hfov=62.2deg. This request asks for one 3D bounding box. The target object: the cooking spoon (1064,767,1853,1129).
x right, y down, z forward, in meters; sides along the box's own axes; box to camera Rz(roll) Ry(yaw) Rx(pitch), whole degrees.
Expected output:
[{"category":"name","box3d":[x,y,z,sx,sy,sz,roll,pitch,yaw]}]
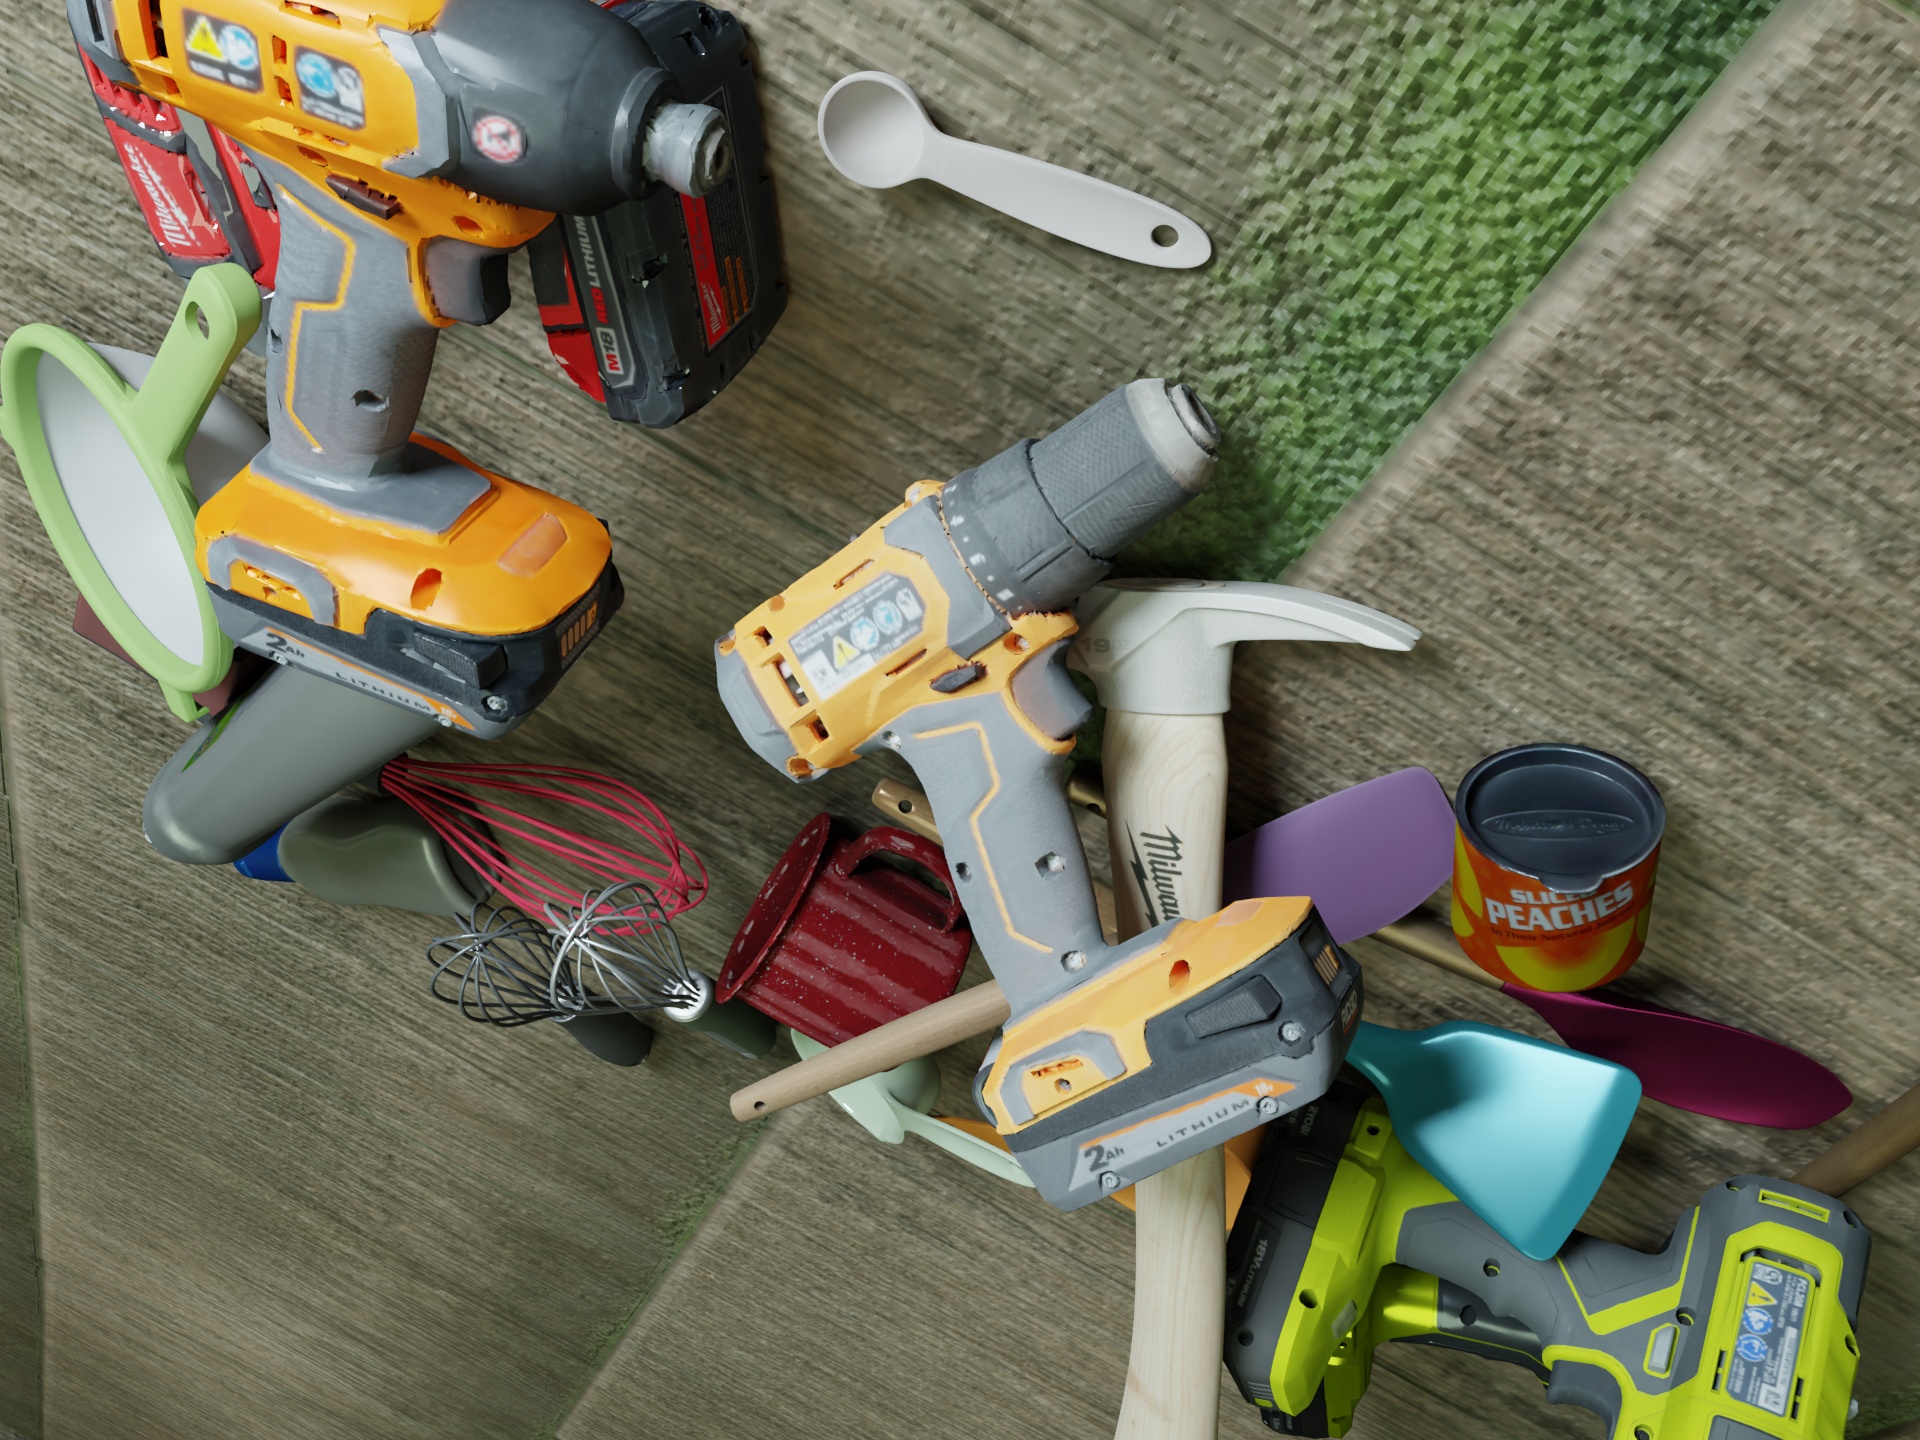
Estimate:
[{"category":"cooking spoon","box3d":[0.188,0.087,0.620,0.319,0.017,0.068,23,146,3]}]

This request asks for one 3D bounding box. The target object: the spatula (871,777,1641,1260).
[{"category":"spatula","box3d":[0.105,0.101,0.635,0.317,0.044,0.082,27,93,3]}]

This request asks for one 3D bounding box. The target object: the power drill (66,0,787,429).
[{"category":"power drill","box3d":[-0.175,-0.167,0.520,0.220,0.079,0.143,12,134,19]}]

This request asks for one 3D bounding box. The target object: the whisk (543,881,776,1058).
[{"category":"whisk","box3d":[-0.127,0.123,0.718,0.058,0.059,0.246,27,166,19]}]

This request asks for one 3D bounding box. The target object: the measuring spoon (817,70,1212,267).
[{"category":"measuring spoon","box3d":[0.018,-0.164,0.478,0.124,0.018,0.034,20,135,-2]}]

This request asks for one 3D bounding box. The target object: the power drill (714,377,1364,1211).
[{"category":"power drill","box3d":[0.043,0.020,0.513,0.185,0.084,0.226,-33,85,24]}]

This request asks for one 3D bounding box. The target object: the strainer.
[{"category":"strainer","box3d":[-0.282,-0.107,0.598,0.256,0.069,0.151,-26,95,49]}]

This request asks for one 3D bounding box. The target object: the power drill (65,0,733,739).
[{"category":"power drill","box3d":[-0.147,-0.105,0.448,0.164,0.084,0.226,20,133,8]}]

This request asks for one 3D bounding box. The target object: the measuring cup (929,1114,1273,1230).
[{"category":"measuring cup","box3d":[0.065,0.184,0.745,0.174,0.052,0.095,0,130,34]}]

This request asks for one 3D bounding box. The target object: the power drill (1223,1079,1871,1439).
[{"category":"power drill","box3d":[0.220,0.250,0.625,0.229,0.191,0.080,14,150,27]}]

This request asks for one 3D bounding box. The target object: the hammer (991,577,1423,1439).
[{"category":"hammer","box3d":[0.089,0.153,0.588,0.146,0.038,0.410,4,104,23]}]

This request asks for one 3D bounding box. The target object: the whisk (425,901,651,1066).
[{"category":"whisk","box3d":[-0.195,0.139,0.773,0.055,0.055,0.238,14,160,13]}]

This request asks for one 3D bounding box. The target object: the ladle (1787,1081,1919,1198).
[{"category":"ladle","box3d":[0.368,0.110,0.532,0.078,0.062,0.320,22,138,3]}]

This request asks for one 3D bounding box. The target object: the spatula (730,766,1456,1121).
[{"category":"spatula","box3d":[0.044,0.101,0.626,0.316,0.018,0.059,-25,107,16]}]

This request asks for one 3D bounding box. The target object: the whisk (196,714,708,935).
[{"category":"whisk","box3d":[-0.250,0.031,0.747,0.296,0.073,0.073,21,135,14]}]

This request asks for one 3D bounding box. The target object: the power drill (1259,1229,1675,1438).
[{"category":"power drill","box3d":[0.254,0.293,0.737,0.223,0.080,0.171,3,131,19]}]

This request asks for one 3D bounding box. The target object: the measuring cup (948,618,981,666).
[{"category":"measuring cup","box3d":[-0.001,-0.002,0.630,0.062,0.029,0.156,4,143,23]}]

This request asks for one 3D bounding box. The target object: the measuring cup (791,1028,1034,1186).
[{"category":"measuring cup","box3d":[-0.013,0.171,0.737,0.168,0.038,0.083,13,138,47]}]
